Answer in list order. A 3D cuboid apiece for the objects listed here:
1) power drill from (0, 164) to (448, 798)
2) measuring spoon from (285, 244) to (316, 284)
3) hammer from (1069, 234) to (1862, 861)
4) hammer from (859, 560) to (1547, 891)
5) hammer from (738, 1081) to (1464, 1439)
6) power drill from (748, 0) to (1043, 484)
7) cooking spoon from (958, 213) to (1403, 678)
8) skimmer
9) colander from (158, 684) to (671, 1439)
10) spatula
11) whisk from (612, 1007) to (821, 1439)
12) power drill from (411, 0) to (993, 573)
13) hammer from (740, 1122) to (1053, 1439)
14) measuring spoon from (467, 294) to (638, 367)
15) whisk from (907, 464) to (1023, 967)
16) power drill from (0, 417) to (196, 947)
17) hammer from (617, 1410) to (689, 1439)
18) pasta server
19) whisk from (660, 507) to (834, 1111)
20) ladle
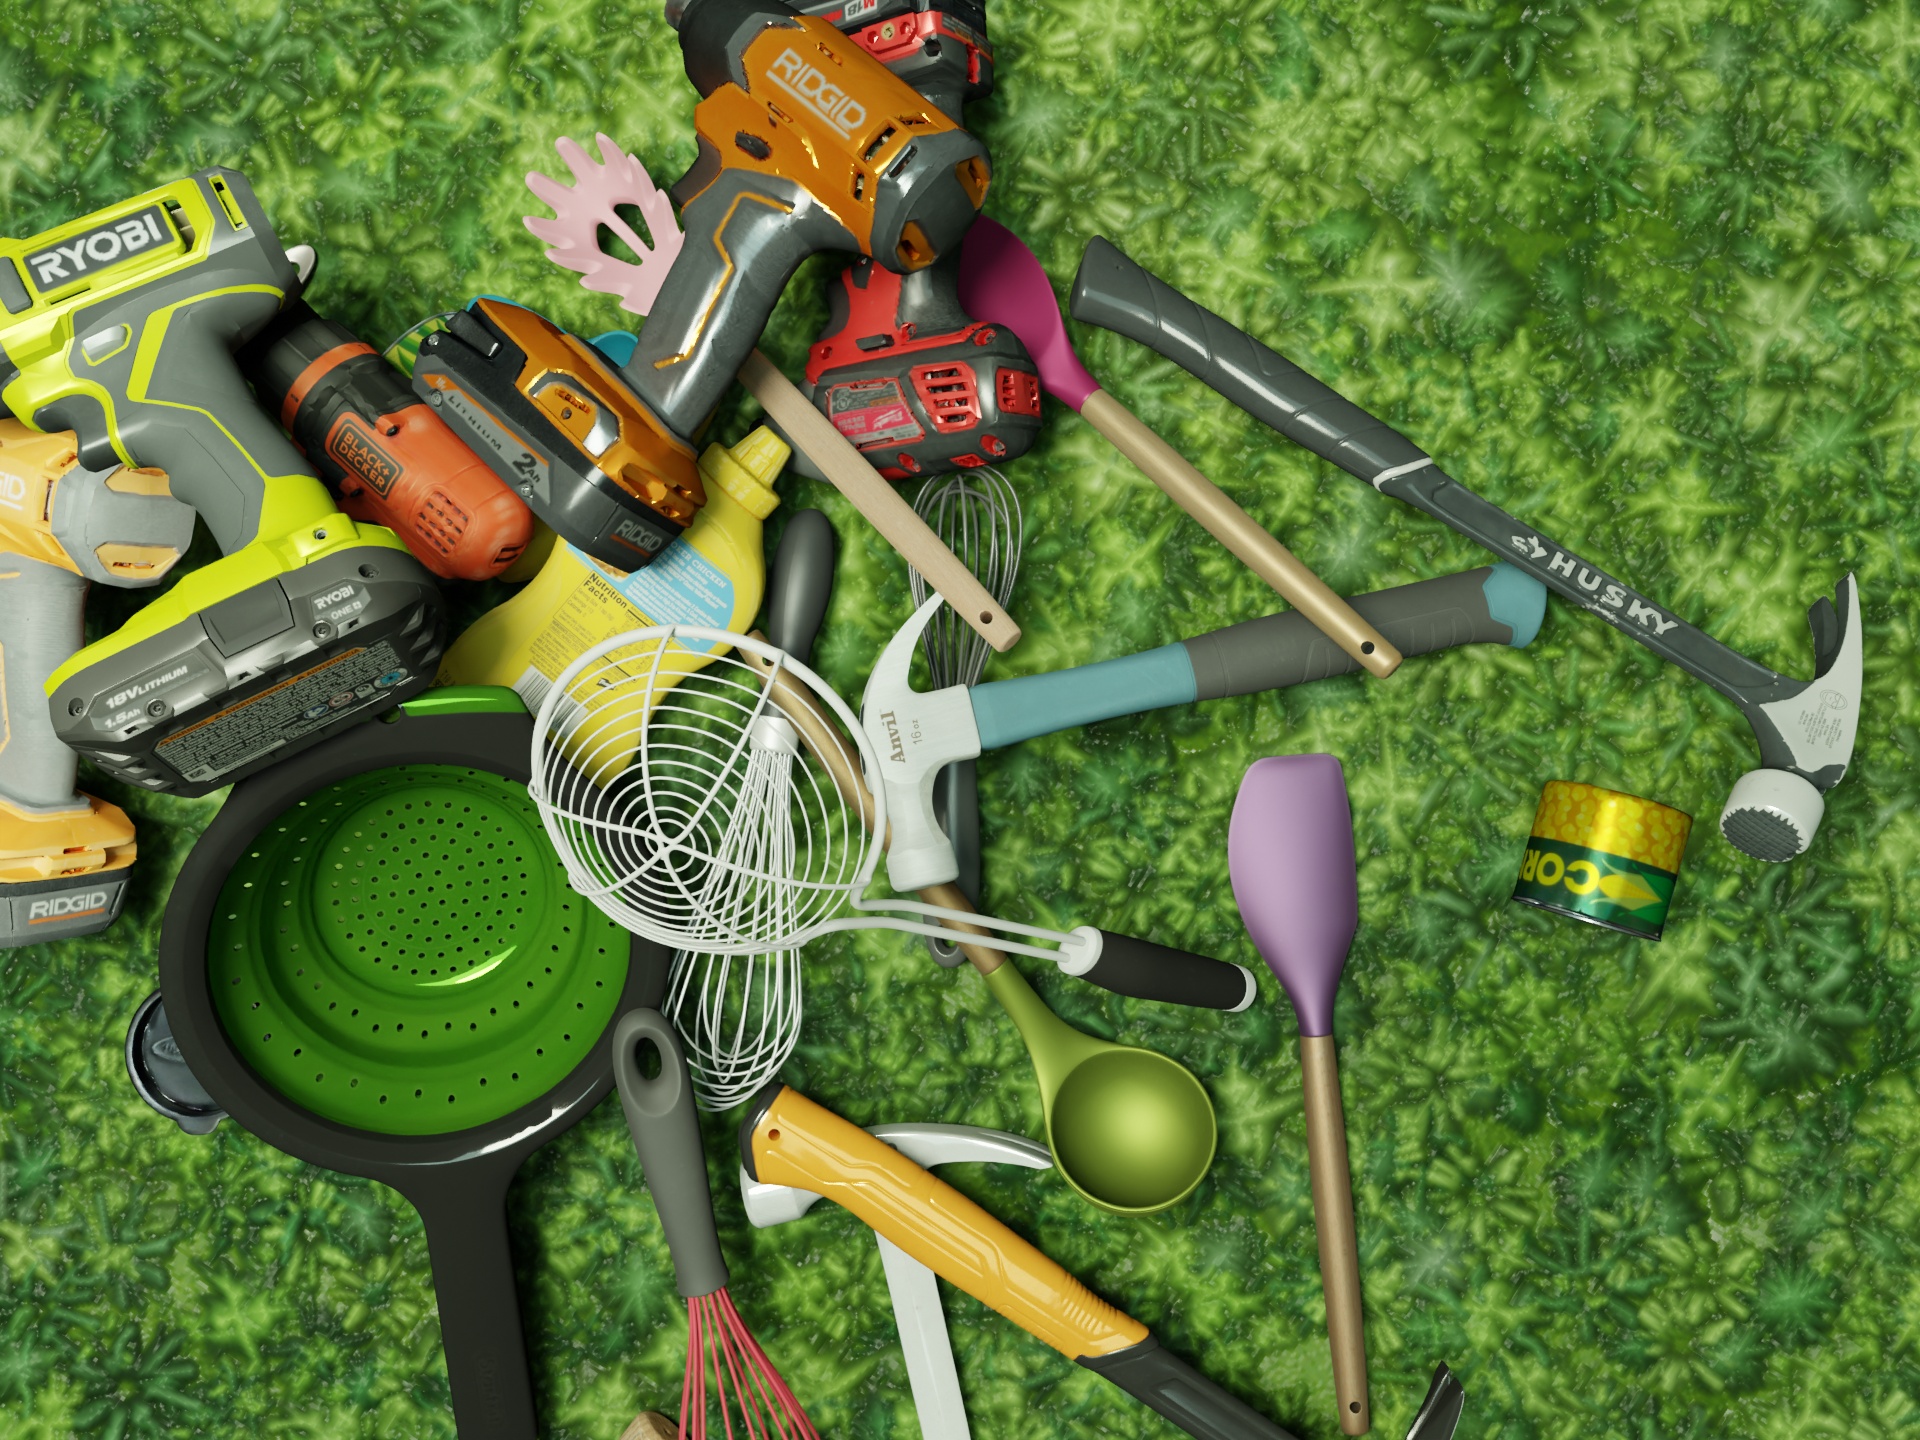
[{"bbox_3d":[-0.310,-0.091,0.608,0.171,0.080,0.223,-28,76,-14],"label":"power drill"},{"bbox_3d":[-0.357,-0.183,0.776,0.034,0.018,0.124,39,83,3],"label":"measuring spoon"},{"bbox_3d":[0.222,-0.106,0.726,0.409,0.036,0.149,35,61,9],"label":"hammer"},{"bbox_3d":[0.114,-0.023,0.715,0.331,0.033,0.128,-13,84,-12],"label":"hammer"},{"bbox_3d":[0.052,0.257,0.703,0.337,0.034,0.127,32,90,2],"label":"hammer"},{"bbox_3d":[-0.044,-0.218,0.728,0.143,0.078,0.219,-5,93,28],"label":"power drill"},{"bbox_3d":[0.077,-0.129,0.724,0.319,0.017,0.069,45,100,18],"label":"cooking spoon"},{"bbox_3d":[0.000,0.060,0.643,0.127,0.363,0.090,-45,50,24],"label":"skimmer"},{"bbox_3d":[-0.233,0.169,0.729,0.204,0.095,0.397,-7,106,-15],"label":"colander"},{"bbox_3d":[0.168,0.174,0.748,0.060,0.018,0.316,-6,87,5],"label":"spatula"},{"bbox_3d":[-0.109,0.267,0.707,0.073,0.073,0.296,-12,98,1],"label":"whisk"},{"bbox_3d":[-0.117,-0.193,0.660,0.164,0.084,0.226,44,95,16],"label":"power drill"},{"bbox_3d":[0.012,0.386,0.736,0.144,0.035,0.405,-13,88,1],"label":"hammer"},{"bbox_3d":[-0.188,-0.174,0.751,0.129,0.021,0.042,30,89,31],"label":"measuring spoon"},{"bbox_3d":[0.000,-0.002,0.747,0.055,0.055,0.239,2,92,1],"label":"whisk"},{"bbox_3d":[-0.439,-0.033,0.714,0.185,0.084,0.226,18,100,24],"label":"power drill"},{"bbox_3d":[-0.245,0.457,0.741,0.130,0.031,0.331,40,89,2],"label":"hammer"},{"bbox_3d":[-0.083,-0.144,0.699,0.060,0.040,0.316,-45,73,9],"label":"pasta server"},{"bbox_3d":[-0.092,0.039,0.742,0.070,0.070,0.285,8,84,1],"label":"whisk"},{"bbox_3d":[0.004,0.089,0.710,0.078,0.062,0.320,-40,98,-22],"label":"ladle"}]
